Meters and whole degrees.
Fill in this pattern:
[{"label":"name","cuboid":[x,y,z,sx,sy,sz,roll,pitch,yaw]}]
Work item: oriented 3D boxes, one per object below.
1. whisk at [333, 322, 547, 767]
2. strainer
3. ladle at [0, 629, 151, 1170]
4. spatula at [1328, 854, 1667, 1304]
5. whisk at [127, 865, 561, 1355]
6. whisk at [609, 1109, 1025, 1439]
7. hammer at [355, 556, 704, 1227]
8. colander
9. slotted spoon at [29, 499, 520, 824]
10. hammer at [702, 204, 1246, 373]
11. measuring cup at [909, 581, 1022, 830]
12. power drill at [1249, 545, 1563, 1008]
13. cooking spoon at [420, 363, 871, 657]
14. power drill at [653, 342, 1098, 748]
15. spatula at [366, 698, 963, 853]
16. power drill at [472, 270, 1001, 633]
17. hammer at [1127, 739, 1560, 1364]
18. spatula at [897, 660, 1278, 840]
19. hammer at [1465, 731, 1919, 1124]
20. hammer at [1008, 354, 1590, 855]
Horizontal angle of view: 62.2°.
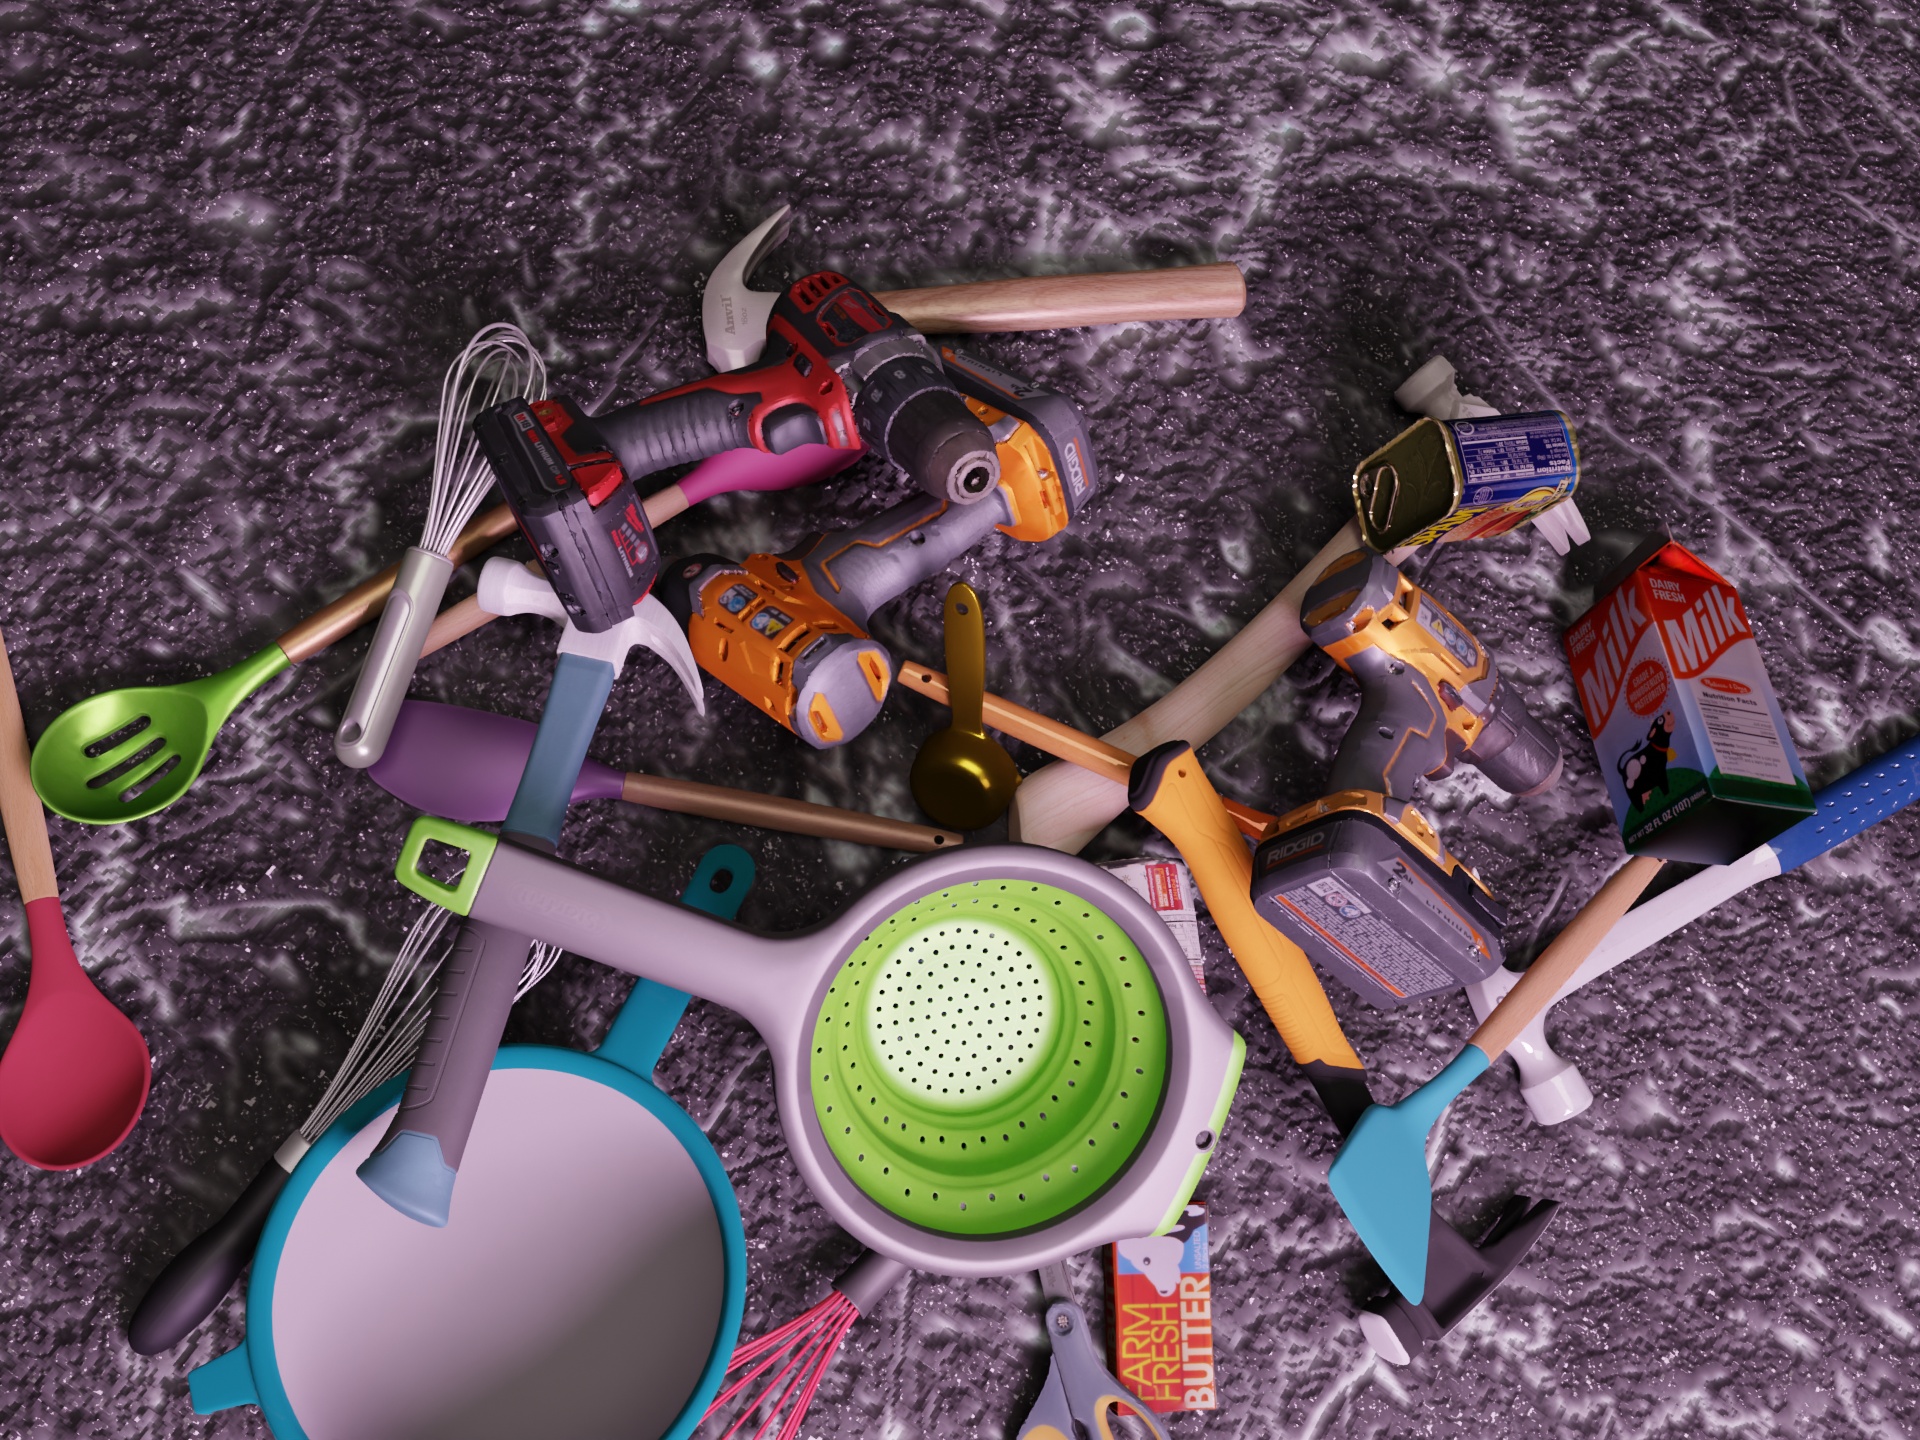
[{"label":"whisk","cuboid":[-0.272,-0.092,0.825,0.058,0.059,0.246,14,80,24]},{"label":"strainer","cuboid":[-0.184,0.215,0.765,0.211,0.095,0.341,24,57,2]},{"label":"ladle","cuboid":[-0.459,0.065,0.781,0.069,0.031,0.315,-16,77,-17]},{"label":"spatula","cuboid":[0.294,0.160,0.830,0.317,0.044,0.082,-39,100,-25]},{"label":"whisk","cuboid":[-0.294,0.183,0.768,0.070,0.070,0.284,39,77,1]},{"label":"whisk","cuboid":[-0.069,0.297,0.774,0.296,0.073,0.073,-42,86,-23]},{"label":"hammer","cuboid":[-0.211,0.070,0.756,0.128,0.033,0.331,11,61,0]},{"label":"colander","cuboid":[-0.065,0.123,0.755,0.397,0.094,0.204,22,91,-12]},{"label":"slotted spoon","cuboid":[-0.331,-0.048,0.835,0.314,0.031,0.070,-37,84,-19]},{"label":"hammer","cuboid":[0.011,-0.249,0.949,0.331,0.031,0.130,-8,77,-13]},{"label":"measuring cup","cuboid":[-0.001,-0.003,0.820,0.062,0.156,0.029,13,44,16]},{"label":"power drill","cuboid":[0.247,0.039,0.843,0.185,0.084,0.226,38,49,-20]},{"label":"cooking spoon","cuboid":[-0.175,-0.111,0.873,0.319,0.017,0.068,-32,118,-12]},{"label":"power drill","cuboid":[-0.054,-0.102,0.857,0.164,0.084,0.226,32,68,35]},{"label":"spatula","cuboid":[-0.154,0.042,0.847,0.316,0.018,0.060,10,76,-6]},{"label":"power drill","cuboid":[-0.106,-0.132,0.791,0.226,0.080,0.188,-27,48,-13]},{"label":"hammer","cuboid":[0.189,0.157,0.829,0.127,0.034,0.337,-32,94,-23]},{"label":"spatula","cuboid":[0.114,0.040,0.862,0.322,0.041,0.081,24,75,-3]},{"label":"hammer","cuboid":[0.466,0.079,0.941,0.405,0.035,0.144,-25,81,-16]},{"label":"hammer","cuboid":[0.193,-0.045,0.925,0.410,0.038,0.146,-40,87,-17]}]
